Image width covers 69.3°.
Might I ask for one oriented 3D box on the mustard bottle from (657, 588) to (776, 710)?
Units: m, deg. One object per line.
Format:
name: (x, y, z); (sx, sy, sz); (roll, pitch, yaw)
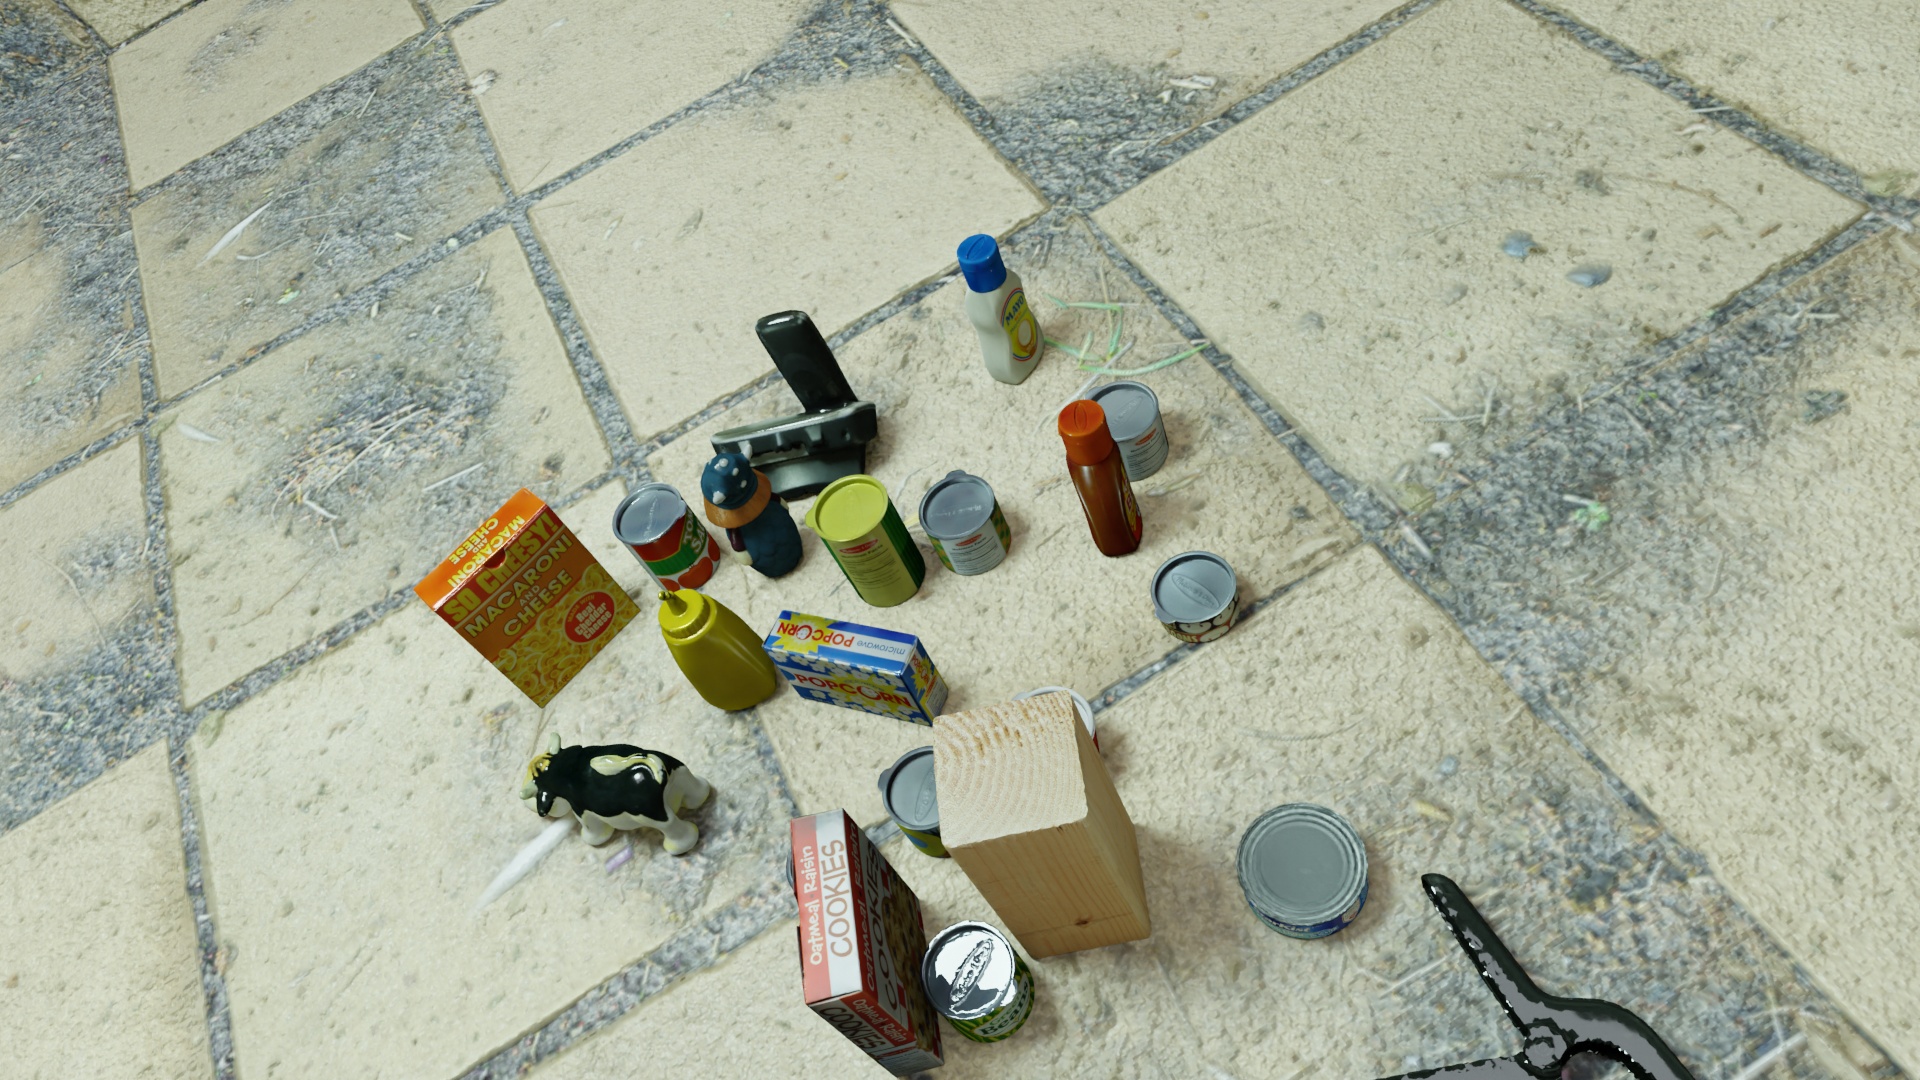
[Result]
mustard bottle: (-0.201, 0.079, 1.108); (0.065, 0.159, 0.049); (-22, 51, 4)

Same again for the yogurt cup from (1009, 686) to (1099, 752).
yogurt cup: (0.071, 0.150, 1.029); (0.072, 0.053, 0.073); (-10, 53, 13)

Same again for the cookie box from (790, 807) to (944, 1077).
cookie box: (-0.062, 0.268, 0.917); (0.040, 0.166, 0.123); (-17, 52, 7)

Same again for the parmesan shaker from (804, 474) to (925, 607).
parmesan shaker: (-0.078, 0.002, 1.157); (0.071, 0.102, 0.071); (-10, 53, 13)

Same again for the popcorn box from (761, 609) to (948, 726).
popcorn box: (-0.082, 0.101, 1.098); (0.127, 0.085, 0.038); (9, 59, 25)

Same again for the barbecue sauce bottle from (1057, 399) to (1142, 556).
barbecue sauce bottle: (0.110, -0.052, 1.100); (0.043, 0.148, 0.065); (-11, 53, 12)

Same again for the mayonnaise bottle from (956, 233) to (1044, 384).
mayonnaise bottle: (0.034, -0.208, 1.241); (0.041, 0.147, 0.065); (19, 64, 30)

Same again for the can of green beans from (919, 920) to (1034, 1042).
can of green beans: (0.012, 0.299, 0.939); (0.071, 0.057, 0.071); (-10, 53, 13)

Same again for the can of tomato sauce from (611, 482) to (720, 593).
can of tomato sauce: (-0.259, -0.002, 1.237); (0.071, 0.082, 0.071); (-10, 53, 13)

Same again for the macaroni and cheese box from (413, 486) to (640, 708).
macaroni and cheese box: (-0.363, 0.051, 1.182); (0.040, 0.165, 0.124); (32, 71, 34)

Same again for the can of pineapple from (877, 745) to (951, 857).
can of pineapple: (-0.019, 0.193, 1.027); (0.071, 0.057, 0.071); (-10, 53, 13)

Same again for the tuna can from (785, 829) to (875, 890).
tuna can: (-0.095, 0.242, 1.034); (0.071, 0.032, 0.071); (-10, 53, 13)

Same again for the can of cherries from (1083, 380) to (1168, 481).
can of cherries: (0.139, -0.094, 1.179); (0.071, 0.058, 0.072); (-10, 53, 13)

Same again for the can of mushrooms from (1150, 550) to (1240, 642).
can of mushrooms: (0.181, 0.045, 1.078); (0.071, 0.033, 0.071); (-10, 53, 13)

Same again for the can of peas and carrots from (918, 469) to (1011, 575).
can of peas and carrots: (0.004, -0.015, 1.169); (0.071, 0.058, 0.071); (-10, 53, 13)
